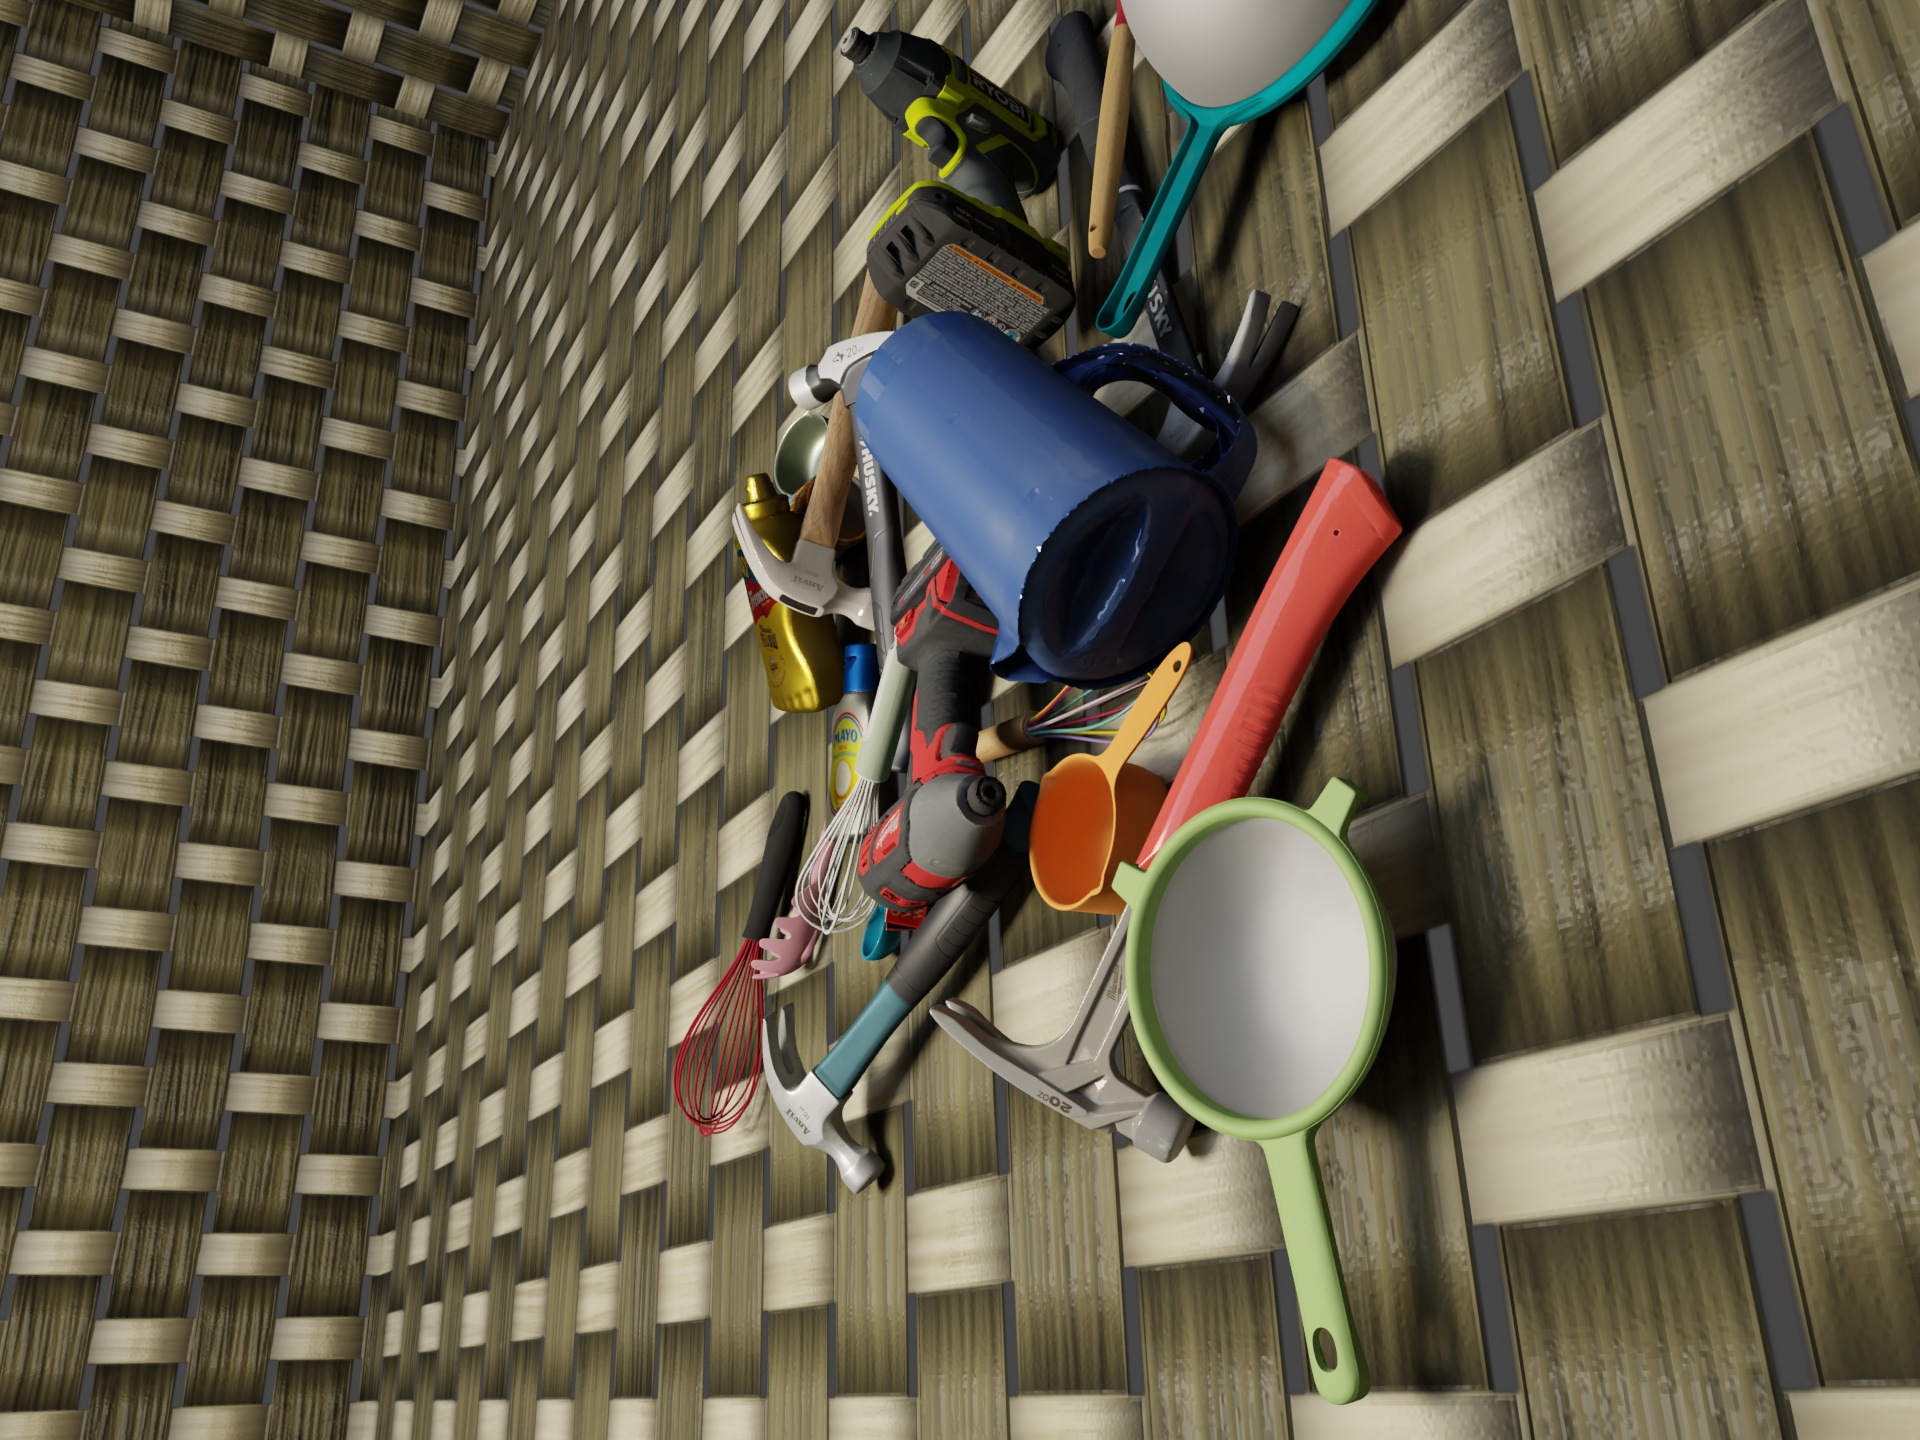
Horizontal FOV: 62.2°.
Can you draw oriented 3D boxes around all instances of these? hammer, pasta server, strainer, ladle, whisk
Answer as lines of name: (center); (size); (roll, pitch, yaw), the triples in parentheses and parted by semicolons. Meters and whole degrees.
hammer: (0.108, -0.321, 0.997); (0.149, 0.036, 0.409); (-50, 39, 42)
pasta server: (-0.101, 0.060, 1.252); (0.060, 0.040, 0.316); (-22, -51, -79)
hammer: (-0.092, -0.236, 1.267); (0.031, 0.130, 0.331); (134, 151, -63)
strainer: (0.126, -0.387, 0.878); (0.211, 0.095, 0.340); (36, 104, 57)
hammer: (0.114, 0.037, 0.800); (0.149, 0.036, 0.359); (28, 104, 21)
ladle: (0.101, -0.417, 1.003); (0.069, 0.031, 0.316); (-21, 52, 46)
whisk: (0.055, -0.003, 0.976); (0.245, 0.047, 0.051); (-23, 45, 62)
hammer: (-0.030, 0.169, 1.045); (0.128, 0.033, 0.331); (44, 120, 15)
hammer: (-0.050, -0.124, 1.165); (0.146, 0.035, 0.335); (-15, 77, 39)
whisk: (-0.177, 0.202, 1.330); (0.073, 0.073, 0.296); (7, 80, 62)
strainer: (0.157, 0.161, 0.705); (0.151, 0.069, 0.256); (-29, 63, 45)
whisk: (-0.065, 0.044, 1.115); (0.058, 0.059, 0.246); (-89, 15, -69)

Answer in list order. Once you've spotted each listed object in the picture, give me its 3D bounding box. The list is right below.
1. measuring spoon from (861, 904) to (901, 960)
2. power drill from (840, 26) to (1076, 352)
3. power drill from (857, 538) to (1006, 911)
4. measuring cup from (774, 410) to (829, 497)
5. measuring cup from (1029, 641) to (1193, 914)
measuring spoon: (-0.037, 0.115, 1.140); (0.128, 0.021, 0.042); (-66, 17, 6)
power drill: (-0.004, -0.357, 1.053); (0.080, 0.171, 0.223); (-38, 43, 38)
power drill: (-0.002, -0.003, 0.967); (0.143, 0.078, 0.220); (136, 148, -56)
measuring cup: (-0.094, -0.227, 1.355); (0.168, 0.038, 0.083); (-1, 77, 45)
measuring cup: (0.100, 0.032, 0.870); (0.173, 0.052, 0.095); (-61, 32, 27)
